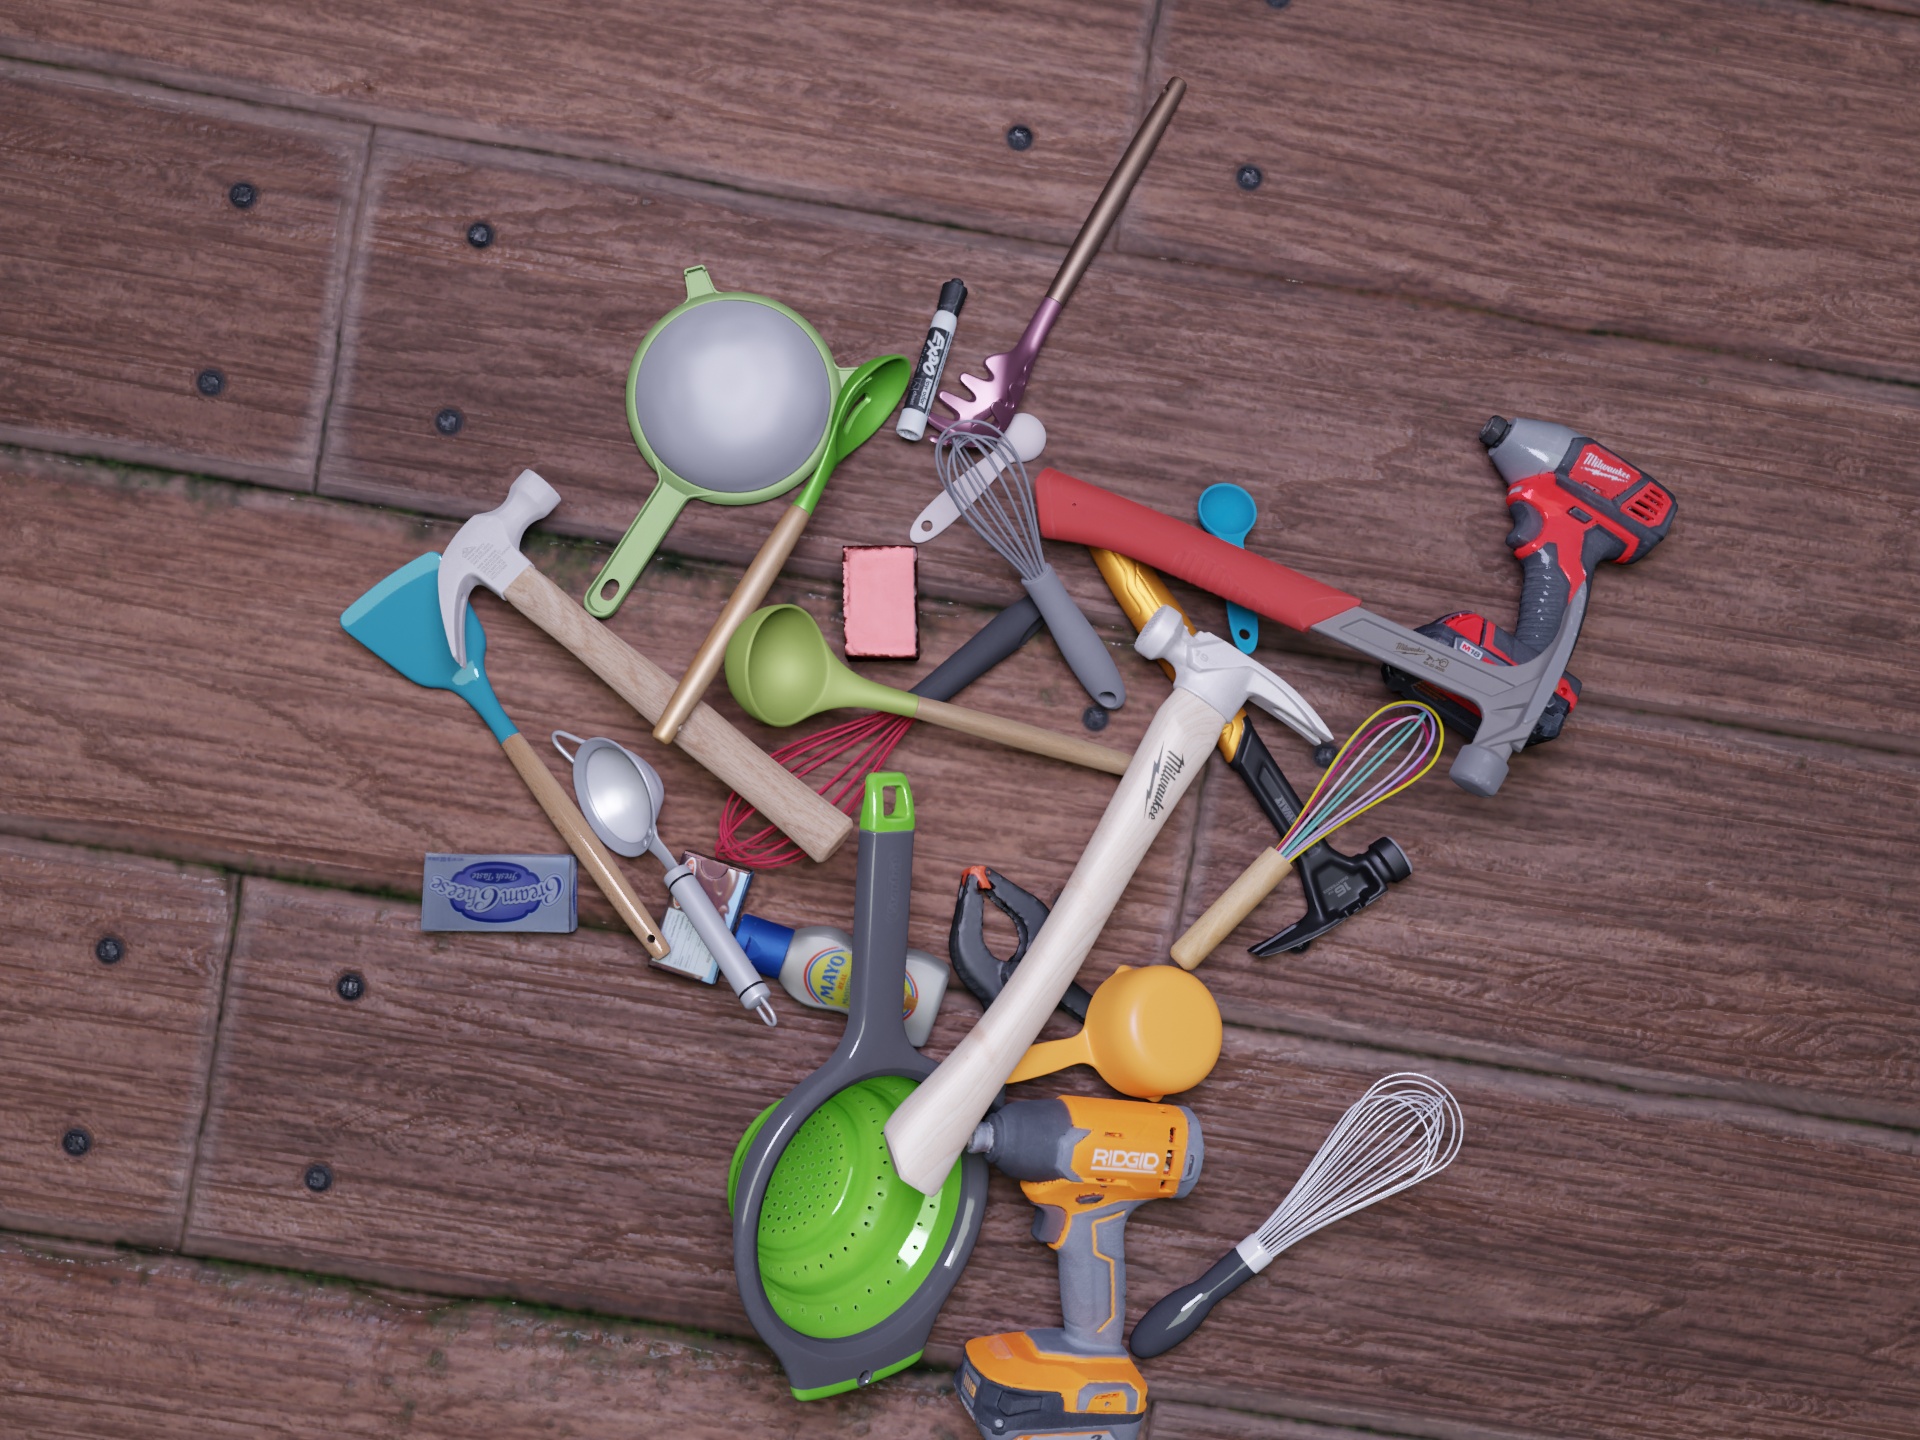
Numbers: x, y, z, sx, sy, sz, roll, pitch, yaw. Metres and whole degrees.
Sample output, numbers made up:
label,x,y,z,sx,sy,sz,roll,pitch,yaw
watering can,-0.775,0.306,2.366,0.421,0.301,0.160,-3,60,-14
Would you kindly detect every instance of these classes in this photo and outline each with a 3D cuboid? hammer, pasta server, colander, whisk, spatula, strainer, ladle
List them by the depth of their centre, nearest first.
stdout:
label,x,y,z,sx,sy,sz,roll,pitch,yaw
hammer,0.213,-0.091,1.039,0.359,0.036,0.149,27,80,17
hammer,0.087,0.128,1.040,0.146,0.038,0.411,34,78,-3
colander,-0.080,0.228,1.042,0.204,0.094,0.397,0,95,-42
hammer,-0.209,-0.020,1.047,0.331,0.031,0.130,39,78,8
ladle,-0.002,-0.003,1.051,0.320,0.062,0.078,16,80,-17
strainer,-0.191,0.099,1.061,0.050,0.086,0.259,-17,60,-41
whisk,0.054,-0.099,1.067,0.055,0.055,0.238,-35,118,-2
whisk,0.235,0.079,1.076,0.245,0.051,0.047,-45,97,-1
spatula,-0.296,0.033,1.081,0.082,0.044,0.317,-37,84,-6
strainer,-0.186,-0.182,1.085,0.151,0.069,0.256,32,86,-1
whisk,-0.049,0.004,1.094,0.296,0.073,0.073,-38,91,-7
whisk,0.229,0.349,1.099,0.284,0.070,0.070,-41,91,3
hammer,0.175,-0.001,1.113,0.127,0.034,0.337,-32,90,-3
pasta server,0.074,-0.320,1.114,0.040,0.060,0.316,33,84,-42

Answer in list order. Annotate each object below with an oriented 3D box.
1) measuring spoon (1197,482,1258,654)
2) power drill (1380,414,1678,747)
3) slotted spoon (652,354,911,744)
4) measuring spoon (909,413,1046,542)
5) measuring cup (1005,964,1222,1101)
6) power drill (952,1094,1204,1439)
label,x,y,z,sx,sy,sz,roll,pitch,yaw
measuring spoon,0.189,-0.103,1.107,0.042,0.021,0.129,-2,72,-8
power drill,0.386,-0.101,1.091,0.143,0.078,0.220,32,76,-4
slotted spoon,-0.119,-0.119,1.052,0.031,0.070,0.314,25,73,12
measuring spoon,0.011,-0.169,1.118,0.124,0.018,0.034,-43,91,-2
measuring cup,0.099,0.215,1.059,0.173,0.052,0.095,-7,78,-31
power drill,0.063,0.361,1.058,0.164,0.084,0.226,11,92,-19
